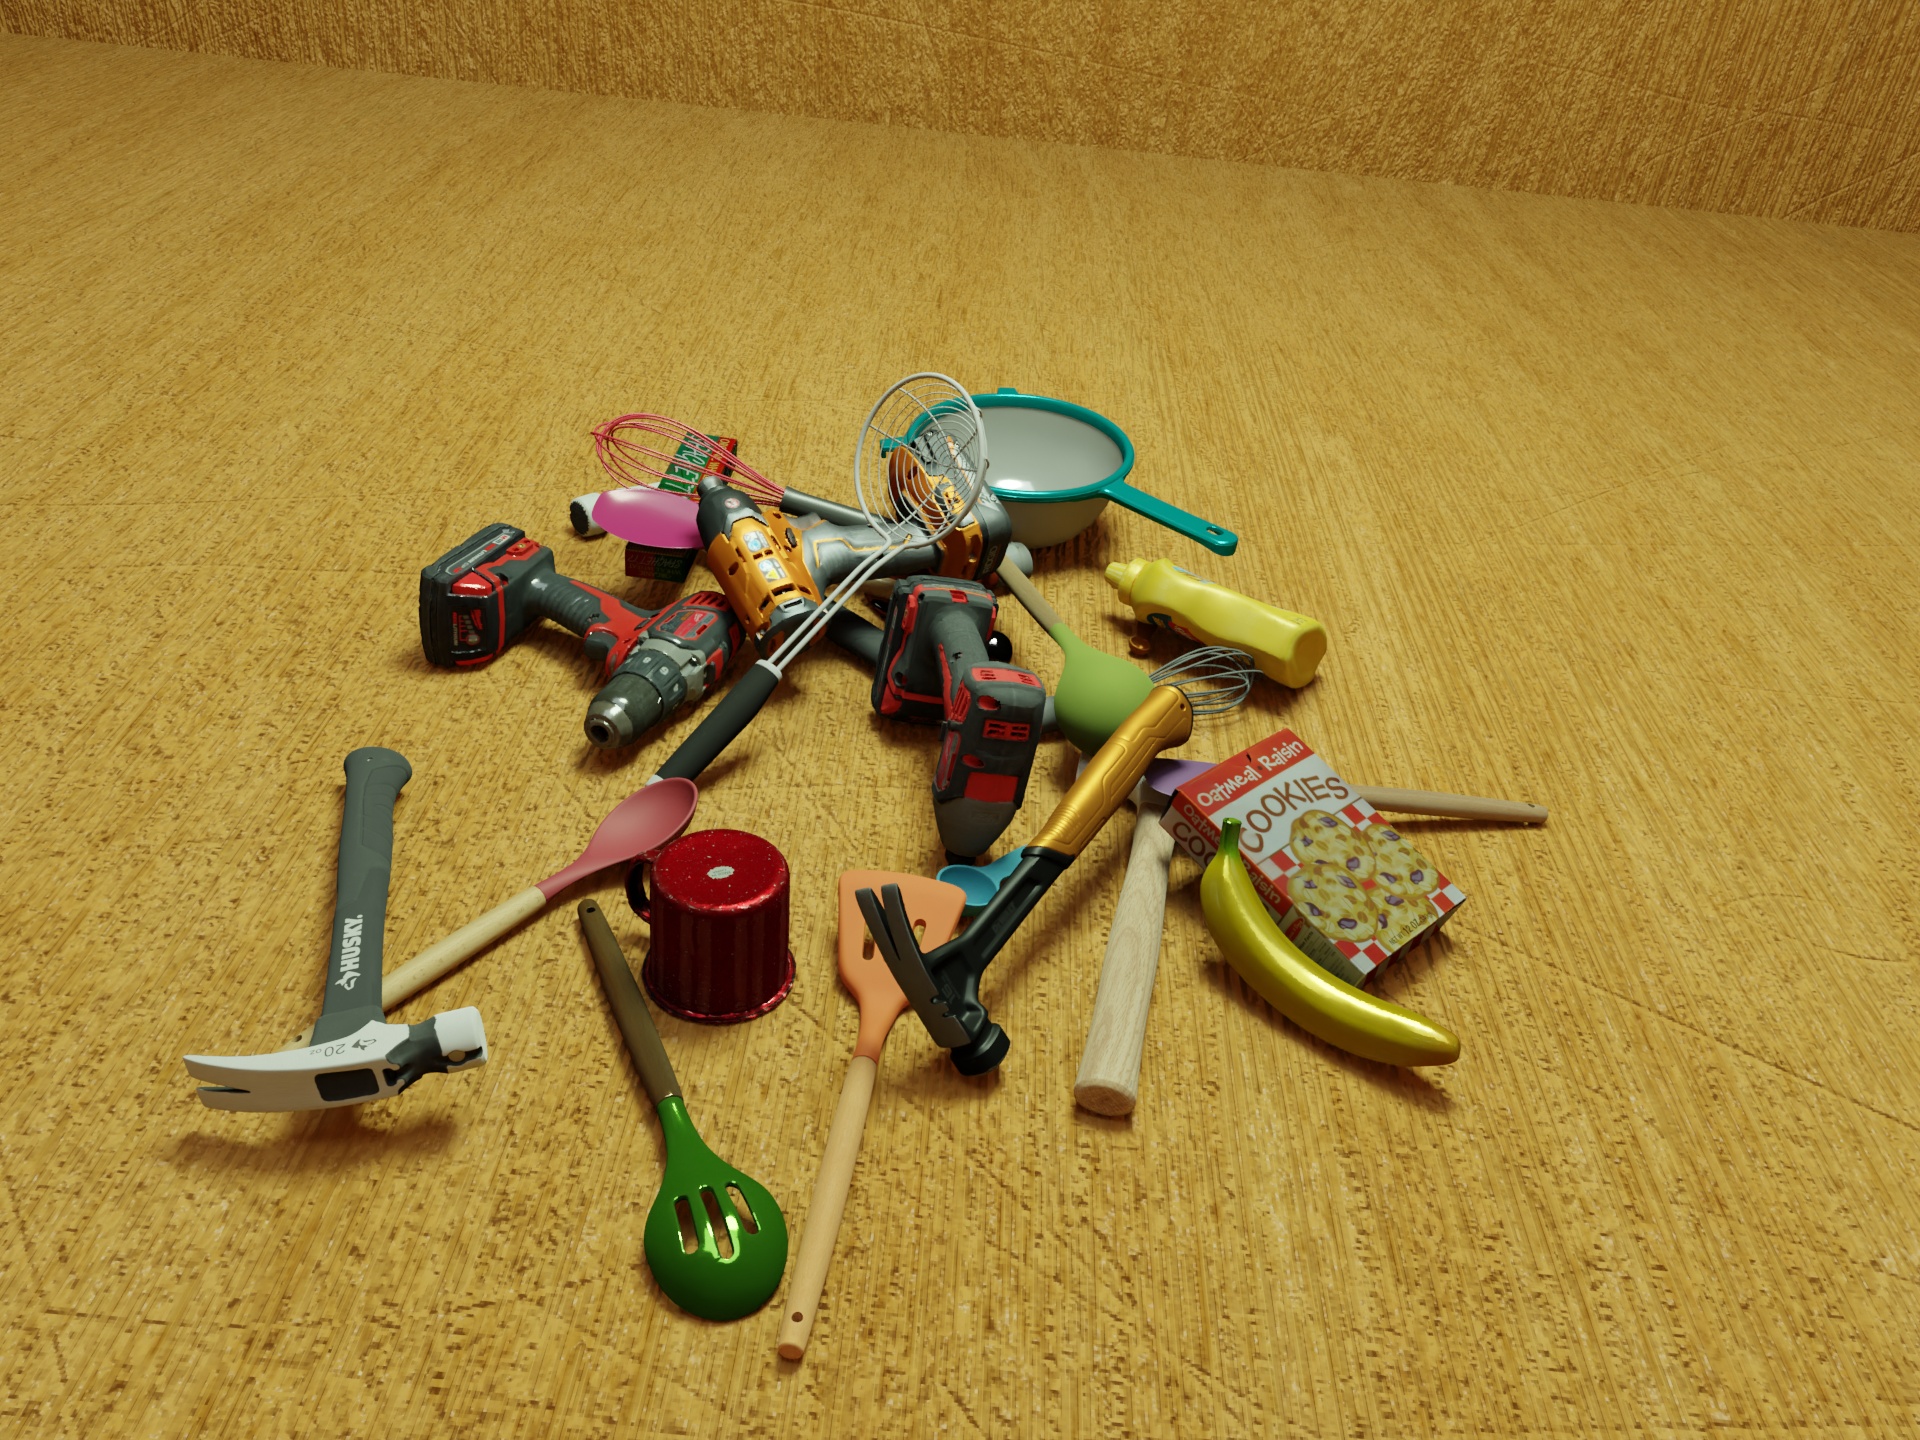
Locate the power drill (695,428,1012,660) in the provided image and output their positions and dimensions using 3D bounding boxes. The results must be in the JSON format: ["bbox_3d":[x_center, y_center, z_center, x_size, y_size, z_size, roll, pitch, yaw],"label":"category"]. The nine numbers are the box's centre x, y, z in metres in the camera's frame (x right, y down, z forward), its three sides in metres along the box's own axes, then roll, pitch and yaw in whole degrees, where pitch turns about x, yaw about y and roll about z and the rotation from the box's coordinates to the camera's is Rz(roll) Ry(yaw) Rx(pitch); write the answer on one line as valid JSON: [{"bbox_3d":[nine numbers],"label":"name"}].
[{"bbox_3d":[-0.093,-0.153,1.261,0.226,0.084,0.164,-22,66,-24],"label":"power drill"}]

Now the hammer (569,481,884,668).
[{"bbox_3d":[-0.157,-0.118,1.351,0.149,0.036,0.409,-24,44,-39],"label":"hammer"}]

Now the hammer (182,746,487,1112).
[{"bbox_3d":[-0.362,0.108,0.945,0.146,0.035,0.335,-12,31,-12],"label":"hammer"}]

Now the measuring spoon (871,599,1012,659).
[{"bbox_3d":[-0.013,-0.080,1.302,0.124,0.018,0.034,21,23,-4],"label":"measuring spoon"}]

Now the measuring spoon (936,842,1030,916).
[{"bbox_3d":[0.031,0.105,1.061,0.042,0.021,0.128,35,33,29],"label":"measuring spoon"}]

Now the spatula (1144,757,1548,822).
[{"bbox_3d":[0.280,0.055,1.139,0.315,0.018,0.060,6,29,-14],"label":"spatula"}]

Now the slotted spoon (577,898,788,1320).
[{"bbox_3d":[-0.169,0.195,0.875,0.070,0.031,0.314,-12,36,-22],"label":"slotted spoon"}]

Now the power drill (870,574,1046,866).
[{"bbox_3d":[-0.002,-0.004,1.115,0.078,0.143,0.220,6,26,-16],"label":"power drill"}]

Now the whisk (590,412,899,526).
[{"bbox_3d":[-0.168,-0.192,1.337,0.295,0.073,0.073,18,32,-6],"label":"whisk"}]

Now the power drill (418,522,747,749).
[{"bbox_3d":[-0.296,-0.060,1.203,0.227,0.080,0.188,18,34,12],"label":"power drill"}]

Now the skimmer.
[{"bbox_3d":[-0.109,-0.097,1.133,0.127,0.090,0.363,25,65,38],"label":"skimmer"}]

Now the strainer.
[{"bbox_3d":[0.101,-0.193,1.456,0.341,0.095,0.211,30,42,29],"label":"strainer"}]

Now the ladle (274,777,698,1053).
[{"bbox_3d":[-0.278,0.120,0.971,0.069,0.031,0.315,7,30,38],"label":"ladle"}]

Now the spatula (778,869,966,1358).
[{"bbox_3d":[-0.058,0.200,0.872,0.081,0.041,0.323,9,34,3],"label":"spatula"}]

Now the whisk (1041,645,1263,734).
[{"bbox_3d":[0.127,-0.016,1.231,0.239,0.055,0.055,-12,37,-18],"label":"whisk"}]

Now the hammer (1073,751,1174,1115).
[{"bbox_3d":[0.118,0.126,1.023,0.130,0.031,0.331,10,34,7],"label":"hammer"}]

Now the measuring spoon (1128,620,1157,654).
[{"bbox_3d":[0.161,-0.084,1.374,0.021,0.011,0.117,24,31,3],"label":"measuring spoon"}]

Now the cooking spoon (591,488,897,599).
[{"bbox_3d":[-0.141,-0.130,1.292,0.319,0.017,0.069,15,45,-5],"label":"cooking spoon"}]

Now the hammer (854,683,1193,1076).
[{"bbox_3d":[0.061,0.066,1.000,0.034,0.127,0.337,-17,20,42],"label":"hammer"}]

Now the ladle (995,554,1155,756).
[{"bbox_3d":[0.068,-0.070,1.249,0.078,0.062,0.320,-13,32,-13],"label":"ladle"}]
